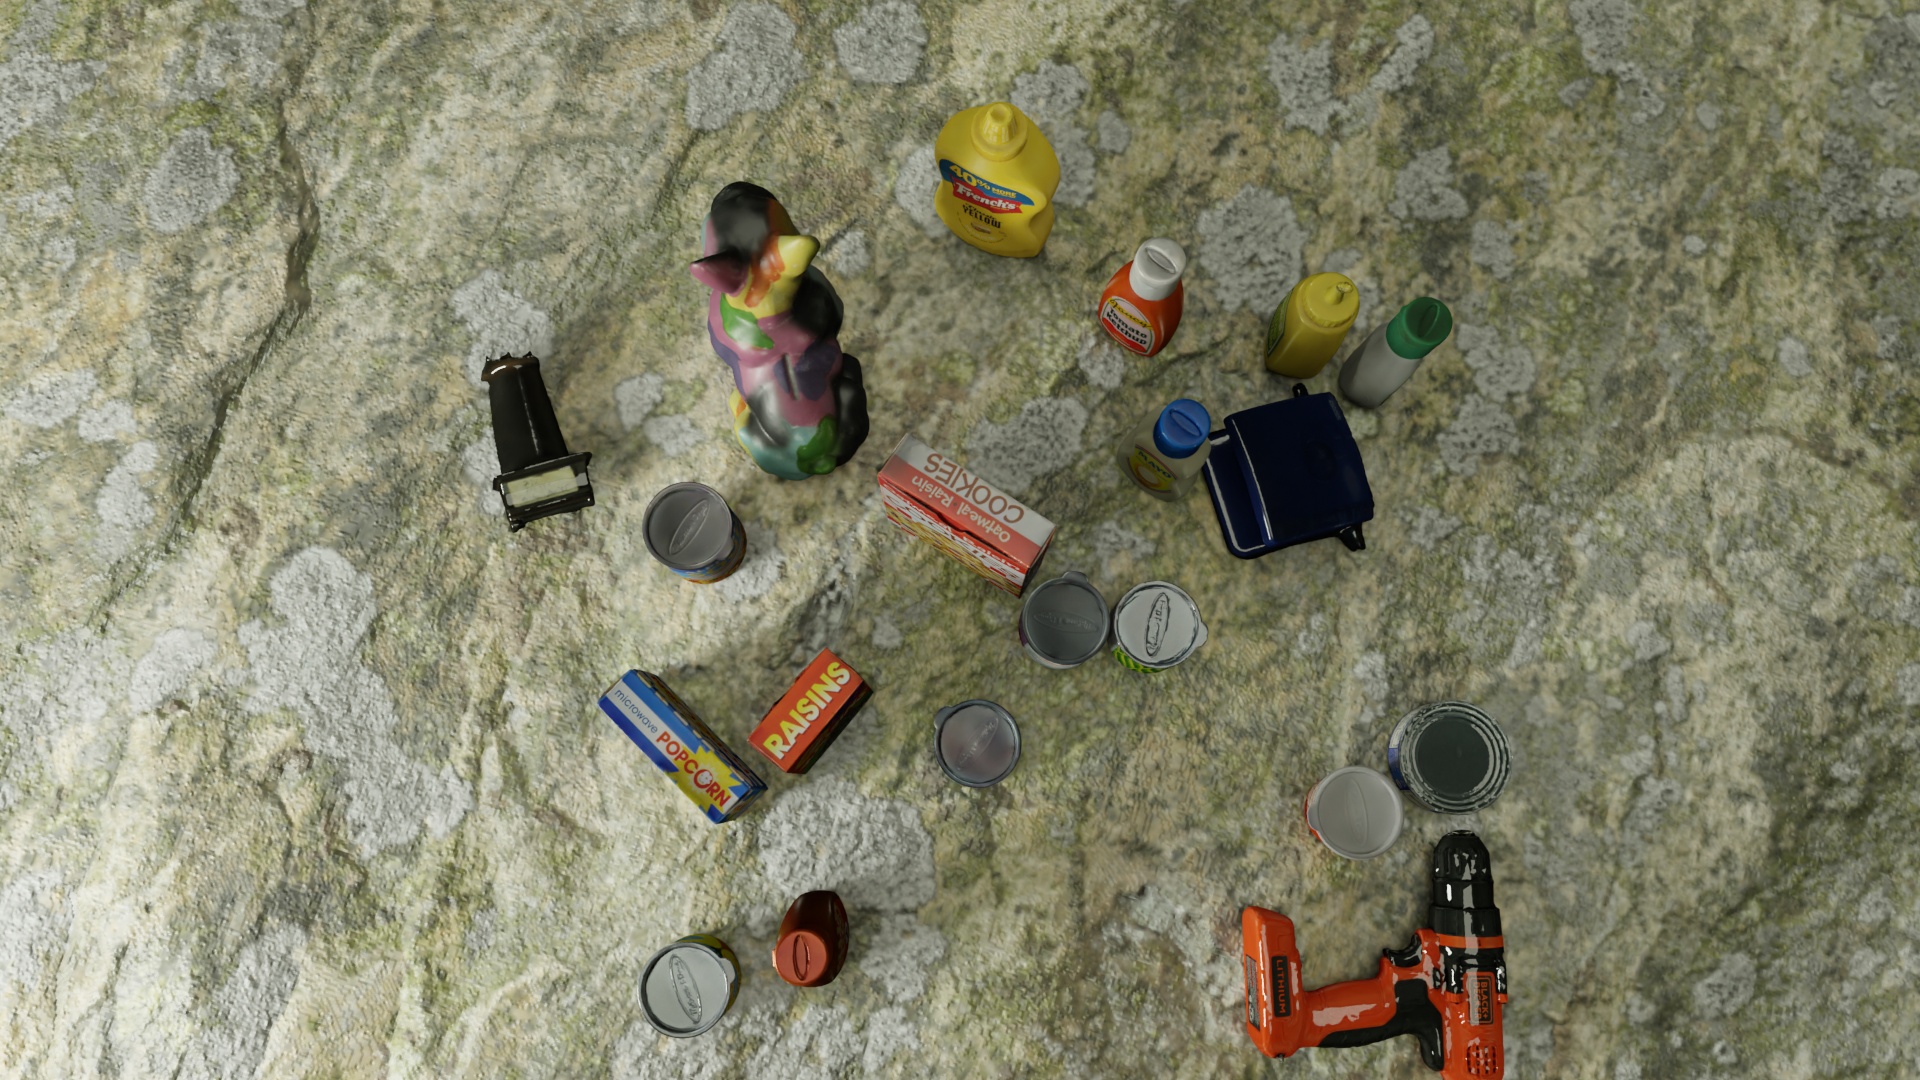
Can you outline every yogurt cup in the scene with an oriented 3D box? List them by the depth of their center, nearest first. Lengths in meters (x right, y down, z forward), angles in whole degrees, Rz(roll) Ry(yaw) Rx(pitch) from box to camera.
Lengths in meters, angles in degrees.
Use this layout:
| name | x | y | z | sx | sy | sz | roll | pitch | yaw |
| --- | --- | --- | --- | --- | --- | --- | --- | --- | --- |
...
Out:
| name | x | y | z | sx | sy | sz | roll | pitch | yaw |
| --- | --- | --- | --- | --- | --- | --- | --- | --- | --- |
| yogurt cup | 0.291 | 0.203 | 1.038 | 0.072 | 0.054 | 0.072 | 0 | 80 | -1 |

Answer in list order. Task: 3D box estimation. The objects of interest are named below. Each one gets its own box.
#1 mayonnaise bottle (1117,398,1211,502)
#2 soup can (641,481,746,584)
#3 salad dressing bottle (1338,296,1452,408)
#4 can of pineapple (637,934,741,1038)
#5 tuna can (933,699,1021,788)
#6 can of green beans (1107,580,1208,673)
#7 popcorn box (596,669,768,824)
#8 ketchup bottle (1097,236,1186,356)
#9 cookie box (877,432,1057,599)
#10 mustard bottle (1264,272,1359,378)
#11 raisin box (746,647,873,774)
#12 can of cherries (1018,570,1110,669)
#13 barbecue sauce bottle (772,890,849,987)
| name | x | y | z | sx | sy | sz | roll | pitch | yaw |
| --- | --- | --- | --- | --- | --- | --- | --- | --- | --- |
| mayonnaise bottle | 0.156 | -0.070 | 1.039 | 0.065 | 0.148 | 0.041 | 40 | 82 | 6 |
| soup can | -0.198 | -0.002 | 1.055 | 0.071 | 0.083 | 0.071 | 0 | 80 | 0 |
| salad dressing bottle | 0.329 | -0.143 | 1.054 | 0.044 | 0.147 | 0.064 | 29 | 81 | 4 |
| can of pineapple | -0.194 | 0.322 | 1.009 | 0.071 | 0.057 | 0.071 | 0 | 80 | -1 |
| tuna can | 0.011 | 0.153 | 1.055 | 0.071 | 0.032 | 0.071 | 0 | 80 | -1 |
| can of green beans | 0.146 | 0.067 | 1.059 | 0.071 | 0.057 | 0.071 | 0 | 80 | -1 |
| popcorn box | -0.204 | 0.152 | 1.026 | 0.127 | 0.085 | 0.038 | 44 | 83 | 7 |
| ketchup bottle | 0.142 | -0.188 | 1.060 | 0.065 | 0.148 | 0.043 | 39 | 82 | 6 |
| cookie box | 0.004 | -0.013 | 1.017 | 0.123 | 0.167 | 0.040 | 32 | 82 | 5 |
| mustard bottle | 0.269 | -0.170 | 1.052 | 0.049 | 0.160 | 0.065 | 13 | 80 | 2 |
| raisin box | -0.107 | 0.126 | 1.013 | 0.040 | 0.123 | 0.086 | 40 | 82 | 6 |
| can of cherries | 0.079 | 0.062 | 1.059 | 0.071 | 0.058 | 0.071 | 0 | 80 | -1 |
| barbecue sauce bottle | -0.105 | 0.282 | 0.971 | 0.044 | 0.148 | 0.065 | -4 | 80 | -1 |
